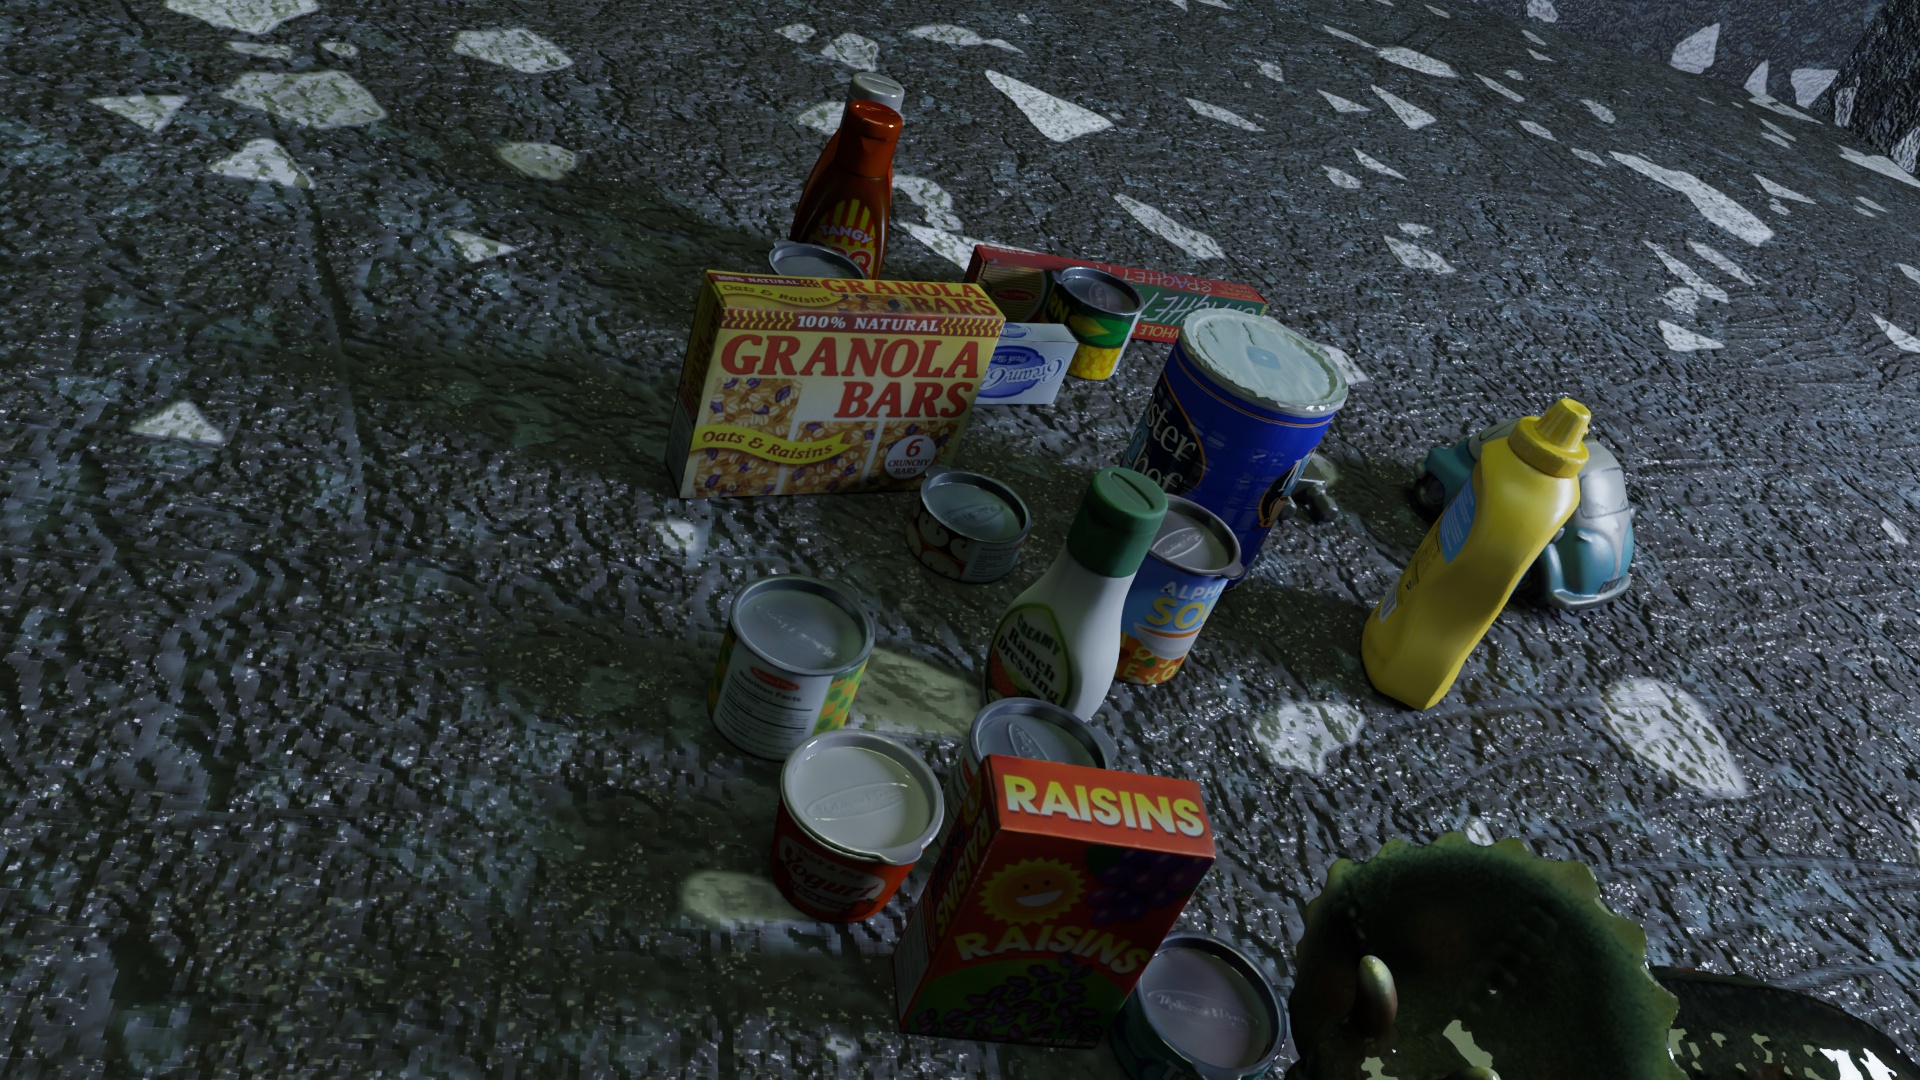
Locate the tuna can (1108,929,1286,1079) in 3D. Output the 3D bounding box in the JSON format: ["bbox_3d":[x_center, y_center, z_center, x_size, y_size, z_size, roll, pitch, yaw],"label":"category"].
[{"bbox_3d":[0.095,0.197,0.563,0.071,0.032,0.071,14,36,-10],"label":"tuna can"}]

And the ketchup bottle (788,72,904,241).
[{"bbox_3d":[-0.076,-0.247,0.963,0.065,0.148,0.044,15,35,-8],"label":"ketchup bottle"}]

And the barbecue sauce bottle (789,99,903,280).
[{"bbox_3d":[-0.075,-0.216,0.923,0.065,0.147,0.044,10,36,-15],"label":"barbecue sauce bottle"}]

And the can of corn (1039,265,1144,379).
[{"bbox_3d":[0.090,-0.159,1.011,0.071,0.058,0.071,14,36,-10],"label":"can of corn"}]

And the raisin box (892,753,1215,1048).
[{"bbox_3d":[0.032,0.140,0.529,0.086,0.122,0.040,11,36,-15],"label":"raisin box"}]

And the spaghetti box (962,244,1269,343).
[{"bbox_3d":[0.120,-0.183,1.065,0.250,0.050,0.029,3,39,-24],"label":"spaghetti box"}]

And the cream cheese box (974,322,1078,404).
[{"bbox_3d":[0.024,-0.118,0.926,0.104,0.053,0.024,-4,42,-31],"label":"cream cheese box"}]

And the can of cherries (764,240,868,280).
[{"bbox_3d":[-0.100,-0.153,0.905,0.071,0.058,0.072,14,36,-10],"label":"can of cherries"}]

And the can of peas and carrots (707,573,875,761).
[{"bbox_3d":[-0.077,0.057,0.638,0.071,0.058,0.071,14,36,-10],"label":"can of peas and carrots"}]

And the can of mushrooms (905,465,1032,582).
[{"bbox_3d":[0.003,-0.010,0.789,0.071,0.033,0.071,14,36,-10],"label":"can of mushrooms"}]

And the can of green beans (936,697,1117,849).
[{"bbox_3d":[0.027,0.113,0.617,0.071,0.057,0.071,14,36,-10],"label":"can of green beans"}]

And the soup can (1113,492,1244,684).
[{"bbox_3d":[0.106,0.028,0.748,0.071,0.083,0.072,14,36,-10],"label":"soup can"}]

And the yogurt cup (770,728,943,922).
[{"bbox_3d":[-0.046,0.120,0.574,0.072,0.053,0.073,14,36,-10],"label":"yogurt cup"}]

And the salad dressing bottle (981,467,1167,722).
[{"bbox_3d":[0.054,0.033,0.661,0.044,0.146,0.064,-15,48,-40],"label":"salad dressing bottle"}]

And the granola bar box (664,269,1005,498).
[{"bbox_3d":[-0.071,-0.085,0.772,0.166,0.123,0.039,-3,42,-31],"label":"granola bar box"}]
